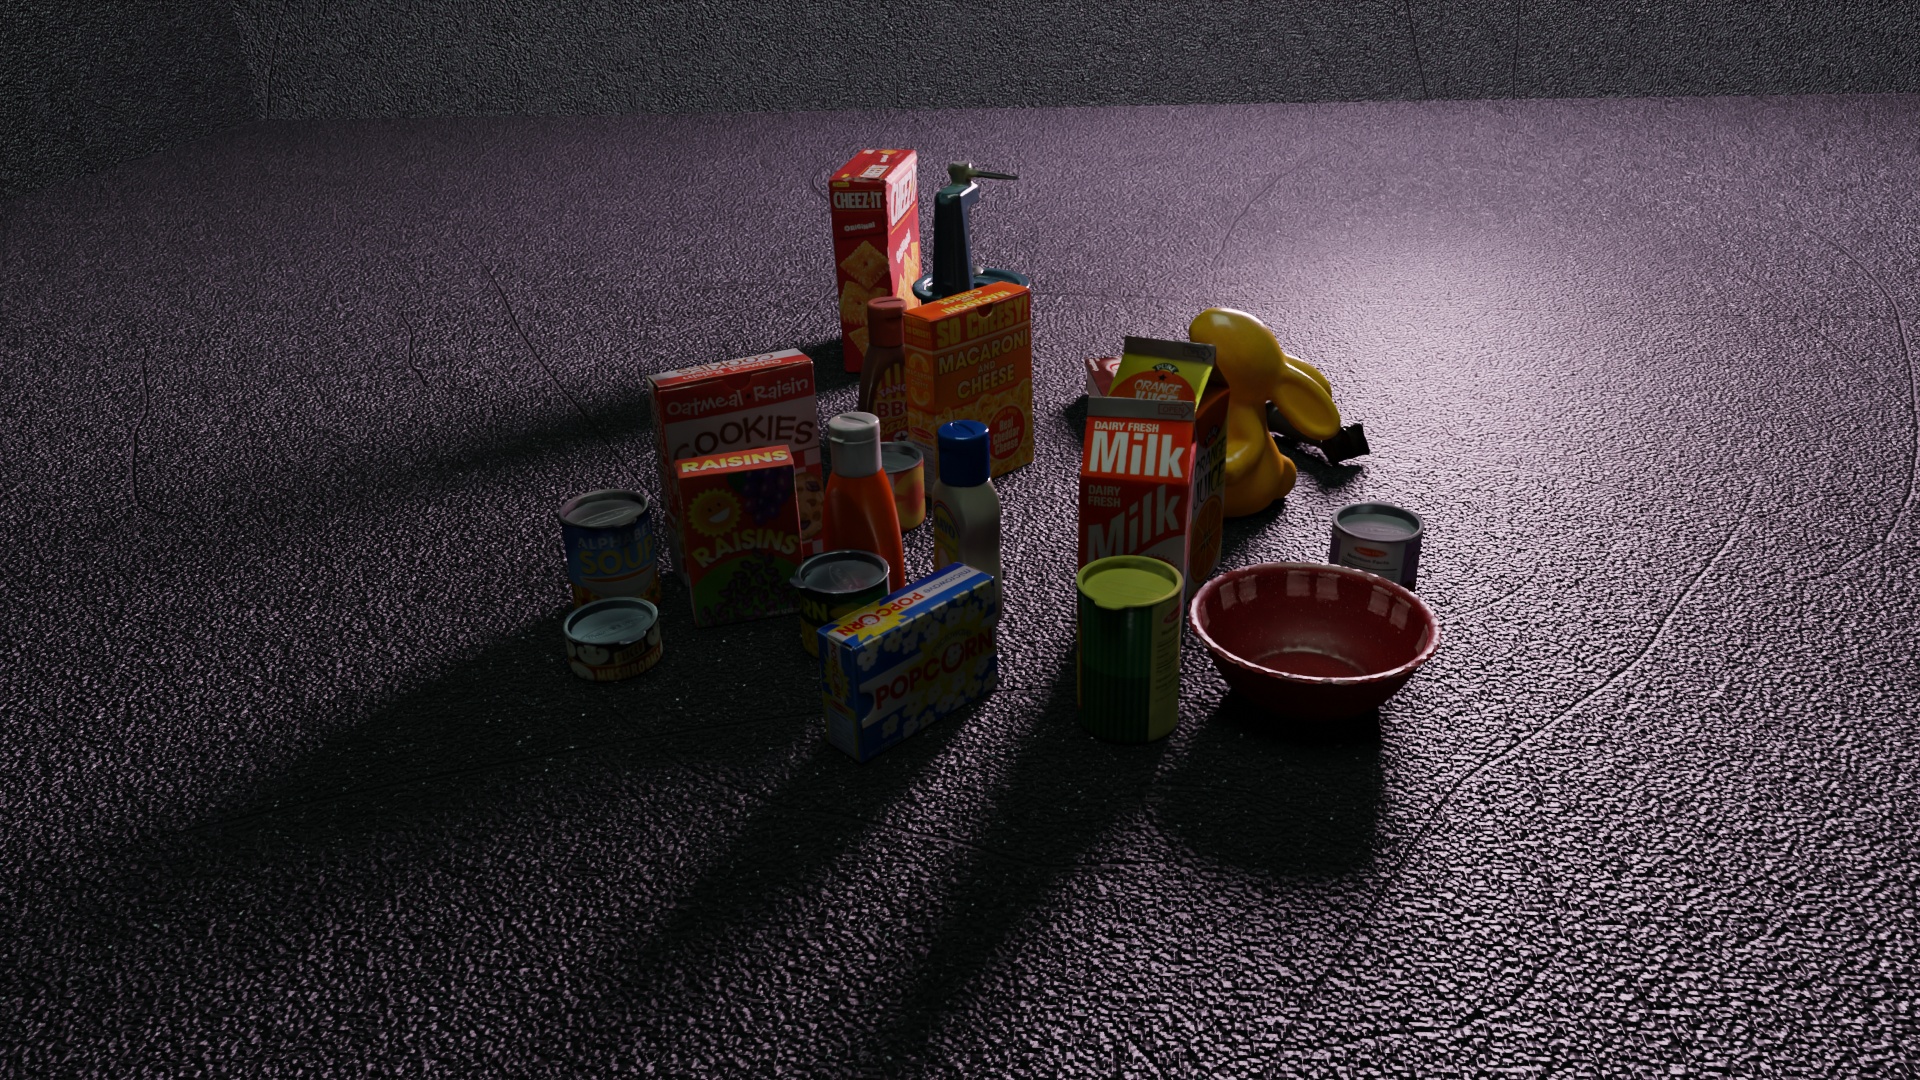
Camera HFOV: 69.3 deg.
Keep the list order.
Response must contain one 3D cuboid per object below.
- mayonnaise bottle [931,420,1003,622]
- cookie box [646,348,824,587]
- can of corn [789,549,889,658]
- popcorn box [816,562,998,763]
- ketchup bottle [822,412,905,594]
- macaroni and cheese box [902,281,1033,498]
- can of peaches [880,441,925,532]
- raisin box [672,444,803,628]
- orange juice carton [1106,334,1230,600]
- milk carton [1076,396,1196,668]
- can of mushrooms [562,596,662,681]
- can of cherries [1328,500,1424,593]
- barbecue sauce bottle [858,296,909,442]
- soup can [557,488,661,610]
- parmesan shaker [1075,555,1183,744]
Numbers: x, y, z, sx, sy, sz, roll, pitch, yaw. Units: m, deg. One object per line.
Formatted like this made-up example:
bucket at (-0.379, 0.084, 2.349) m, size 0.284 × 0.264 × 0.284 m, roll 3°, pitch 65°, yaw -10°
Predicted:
mayonnaise bottle at (0.004, -0.013, 1.007) m, size 0.041 × 0.147 × 0.065 m, roll -15°, pitch 29°, yaw -25°
cookie box at (-0.171, -0.057, 1.088) m, size 0.123 × 0.166 × 0.040 m, roll -14°, pitch 29°, yaw -24°
can of corn at (-0.085, 0.047, 0.993) m, size 0.071 × 0.058 × 0.071 m, roll -2°, pitch 26°, yaw 1°
popcorn box at (-0.031, 0.077, 0.900) m, size 0.127 × 0.084 × 0.038 m, roll -25°, pitch 34°, yaw -39°
ketchup bottle at (-0.074, -0.020, 1.025) m, size 0.065 × 0.148 × 0.044 m, roll 17°, pitch 32°, yaw 34°
macaroni and cheese box at (0.010, -0.133, 1.227) m, size 0.124 × 0.165 × 0.040 m, roll -25°, pitch 34°, yaw -38°
can of peaches at (-0.062, -0.045, 1.178) m, size 0.071 × 0.057 × 0.071 m, roll -2°, pitch 26°, yaw 1°
raisin box at (-0.161, -0.003, 1.026) m, size 0.086 × 0.122 × 0.040 m, roll -8°, pitch 27°, yaw -12°
orange juice carton at (0.153, -0.058, 1.038) m, size 0.072 × 0.191 × 0.073 m, roll 13°, pitch 30°, yaw 28°
milk carton at (0.119, -0.007, 0.939) m, size 0.072 × 0.189 × 0.074 m, roll 4°, pitch 27°, yaw 12°
can of mushrooms at (-0.245, 0.071, 0.985) m, size 0.071 × 0.033 × 0.071 m, roll -2°, pitch 26°, yaw 1°
can of cherries at (0.310, 0.010, 1.039) m, size 0.071 × 0.058 × 0.072 m, roll -2°, pitch 26°, yaw 1°
barbecue sauce bottle at (-0.064, -0.150, 1.286) m, size 0.065 × 0.147 × 0.044 m, roll -11°, pitch 27°, yaw -18°
soup can at (-0.262, 0.013, 1.046) m, size 0.071 × 0.083 × 0.071 m, roll -2°, pitch 26°, yaw 1°
parmesan shaker at (0.105, 0.071, 0.882) m, size 0.071 × 0.102 × 0.071 m, roll -2°, pitch 26°, yaw 1°
